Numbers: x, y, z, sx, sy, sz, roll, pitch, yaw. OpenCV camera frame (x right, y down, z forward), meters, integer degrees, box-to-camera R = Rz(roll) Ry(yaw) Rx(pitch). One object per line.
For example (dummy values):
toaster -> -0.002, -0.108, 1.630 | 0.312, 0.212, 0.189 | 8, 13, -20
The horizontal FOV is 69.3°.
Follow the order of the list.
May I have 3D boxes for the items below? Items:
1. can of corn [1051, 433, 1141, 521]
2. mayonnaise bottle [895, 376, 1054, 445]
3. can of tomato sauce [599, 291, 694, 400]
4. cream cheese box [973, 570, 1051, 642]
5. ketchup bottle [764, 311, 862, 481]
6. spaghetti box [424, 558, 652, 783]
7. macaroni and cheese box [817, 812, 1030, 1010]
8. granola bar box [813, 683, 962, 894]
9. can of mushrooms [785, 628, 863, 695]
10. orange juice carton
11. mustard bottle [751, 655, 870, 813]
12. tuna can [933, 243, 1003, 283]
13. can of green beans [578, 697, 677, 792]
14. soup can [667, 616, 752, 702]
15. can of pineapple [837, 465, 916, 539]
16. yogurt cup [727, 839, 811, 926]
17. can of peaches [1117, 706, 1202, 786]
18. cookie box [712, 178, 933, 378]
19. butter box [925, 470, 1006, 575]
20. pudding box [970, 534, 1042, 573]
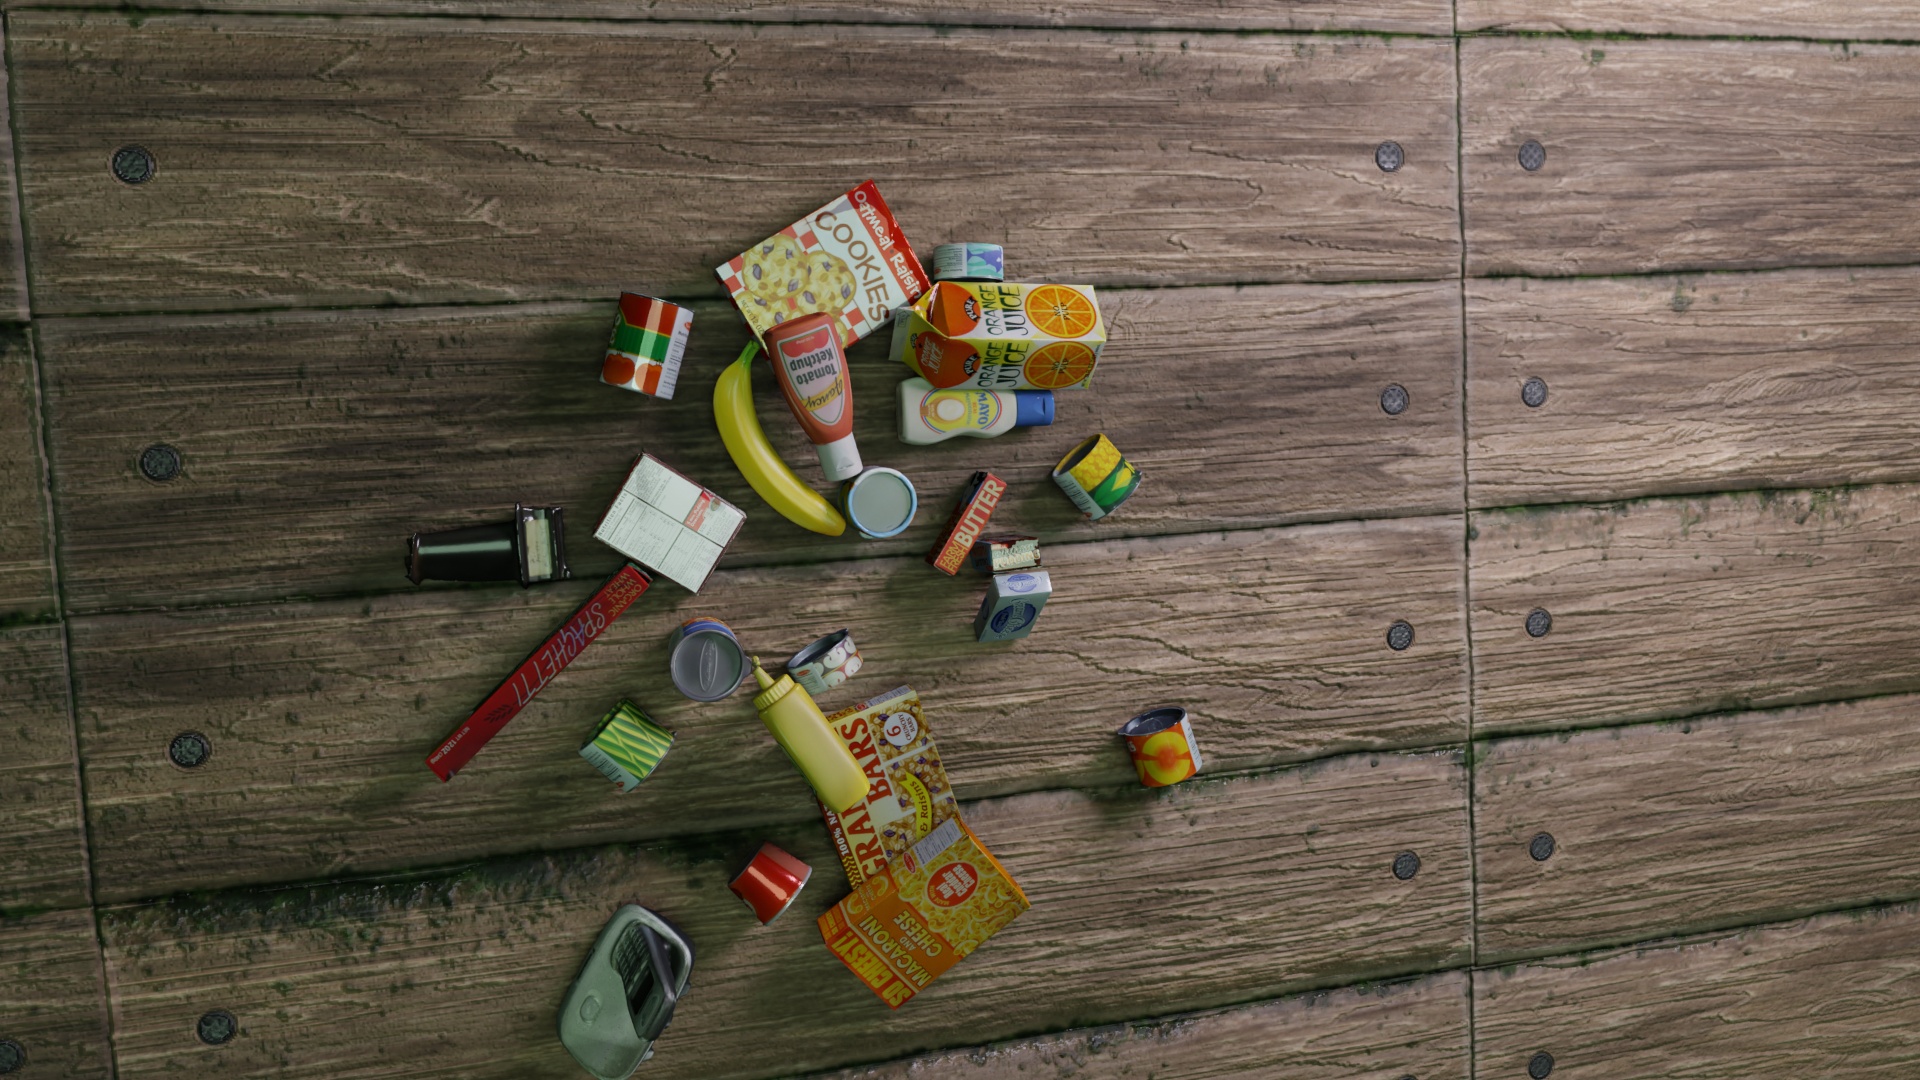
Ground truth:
can of corn -> 0.133, -0.064, 1.346 | 0.071, 0.071, 0.058 | -44, 102, -7
mayonnaise bottle -> 0.014, -0.125, 1.325 | 0.148, 0.041, 0.064 | -3, 92, -13
can of tomato sauce -> -0.282, -0.174, 1.239 | 0.071, 0.071, 0.083 | 14, 91, -14
cream cheese box -> 0.049, 0.063, 1.320 | 0.053, 0.103, 0.024 | -5, 62, -14
ketchup bottle -> -0.126, -0.128, 1.256 | 0.065, 0.043, 0.148 | -21, 111, -13
spaghetti box -> -0.376, 0.113, 1.245 | 0.250, 0.050, 0.028 | -45, 104, -7
macaroni and cheese box -> -0.034, 0.355, 1.323 | 0.166, 0.040, 0.123 | -37, 121, -1
granola bar box -> -0.076, 0.237, 1.331 | 0.124, 0.039, 0.165 | -21, 99, -10
can of mushrooms -> -0.125, 0.114, 1.298 | 0.071, 0.071, 0.033 | -31, 101, -9
orange juice carton -> 0.031, -0.191, 1.296 | 0.193, 0.071, 0.073 | -1, 56, -13
mustard bottle -> -0.145, 0.172, 1.259 | 0.049, 0.065, 0.160 | -37, 95, -11
tuna can -> 0.009, -0.258, 1.303 | 0.071, 0.071, 0.033 | -2, 94, -13
can of green beans -> -0.303, 0.185, 1.259 | 0.058, 0.071, 0.071 | 43, 84, -12
soup can -> -0.229, 0.107, 1.262 | 0.071, 0.084, 0.071 | -1, 95, -13
can of pineapple -> -0.078, -0.035, 1.301 | 0.071, 0.058, 0.071 | -1, 95, -14
yogurt cup -> -0.181, 0.318, 1.300 | 0.054, 0.072, 0.072 | 41, 85, -5
can of peaches -> 0.199, 0.206, 1.382 | 0.071, 0.071, 0.058 | -22, 100, -11
cookie box -> -0.124, -0.238, 1.285 | 0.168, 0.040, 0.122 | -32, 101, -9
butter box -> 0.005, -0.017, 1.325 | 0.024, 0.053, 0.103 | 31, 87, -12
pudding box -> 0.042, 0.013, 1.321 | 0.050, 0.083, 0.030 | -8, 94, -12
